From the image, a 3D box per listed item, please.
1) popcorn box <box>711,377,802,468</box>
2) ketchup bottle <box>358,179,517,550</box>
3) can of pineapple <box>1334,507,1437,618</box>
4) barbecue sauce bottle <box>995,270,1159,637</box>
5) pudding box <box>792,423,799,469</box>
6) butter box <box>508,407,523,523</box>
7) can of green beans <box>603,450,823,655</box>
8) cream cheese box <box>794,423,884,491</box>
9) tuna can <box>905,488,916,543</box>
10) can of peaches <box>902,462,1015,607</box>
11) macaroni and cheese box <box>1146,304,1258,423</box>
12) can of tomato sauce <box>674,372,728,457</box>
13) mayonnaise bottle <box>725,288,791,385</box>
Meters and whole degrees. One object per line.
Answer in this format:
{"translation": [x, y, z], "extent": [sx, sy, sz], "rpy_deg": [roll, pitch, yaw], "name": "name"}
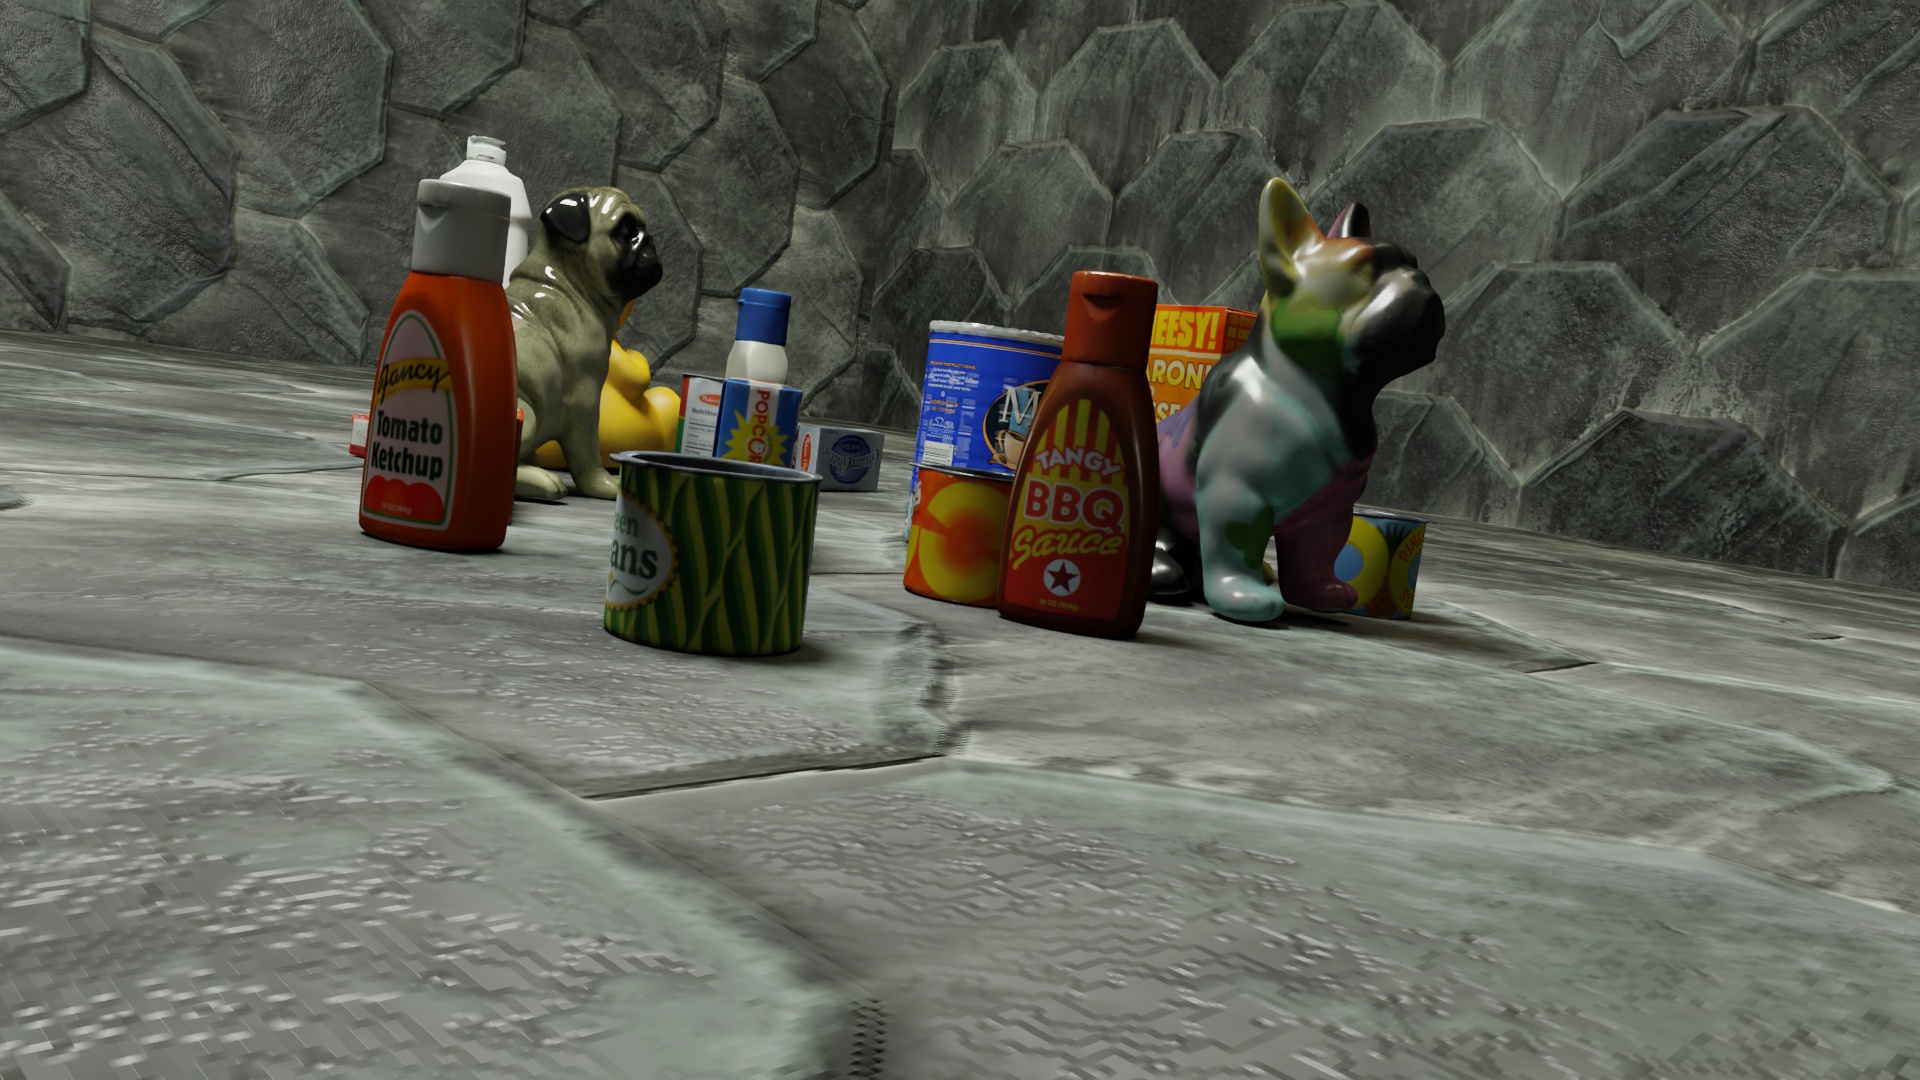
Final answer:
{"translation": [-0.105, -0.037, 0.694], "extent": [0.038, 0.085, 0.127], "rpy_deg": [7, 5, -9], "name": "popcorn box"}
{"translation": [-0.213, -0.073, 0.579], "extent": [0.065, 0.148, 0.043], "rpy_deg": [10, 6, 25], "name": "ketchup bottle"}
{"translation": [0.232, 0.011, 0.800], "extent": [0.071, 0.057, 0.071], "rpy_deg": [8, 5, -1], "name": "can of pineapple"}
{"translation": [0.055, -0.037, 0.585], "extent": [0.065, 0.148, 0.044], "rpy_deg": [10, 5, 19], "name": "barbecue sauce bottle"}
{"translation": [-0.178, -0.083, 1.228], "extent": [0.030, 0.049, 0.084], "rpy_deg": [12, 7, 42], "name": "pudding box"}
{"translation": [-0.239, -0.041, 0.712], "extent": [0.024, 0.053, 0.103], "rpy_deg": [6, 6, -17], "name": "butter box"}
{"translation": [-0.082, 0.003, 0.458], "extent": [0.071, 0.057, 0.071], "rpy_deg": [8, 5, -1], "name": "can of green beans"}
{"translation": [-0.102, -0.069, 1.171], "extent": [0.024, 0.053, 0.104], "rpy_deg": [10, 6, 27], "name": "cream cheese box"}
{"translation": [0.003, -0.010, 0.837], "extent": [0.071, 0.032, 0.071], "rpy_deg": [8, 6, -1], "name": "tuna can"}
{"translation": [0.007, -0.003, 0.638], "extent": [0.071, 0.058, 0.071], "rpy_deg": [8, 5, -1], "name": "can of peaches"}
{"translation": [0.128, -0.068, 0.902], "extent": [0.040, 0.166, 0.124], "rpy_deg": [4, 7, -39], "name": "macaroni and cheese box"}
{"translation": [-0.157, -0.067, 0.932], "extent": [0.071, 0.083, 0.071], "rpy_deg": [8, 5, -1], "name": "can of tomato sauce"}
{"translation": [-0.148, -0.106, 1.002], "extent": [0.041, 0.148, 0.065], "rpy_deg": [5, 6, -27], "name": "mayonnaise bottle"}
